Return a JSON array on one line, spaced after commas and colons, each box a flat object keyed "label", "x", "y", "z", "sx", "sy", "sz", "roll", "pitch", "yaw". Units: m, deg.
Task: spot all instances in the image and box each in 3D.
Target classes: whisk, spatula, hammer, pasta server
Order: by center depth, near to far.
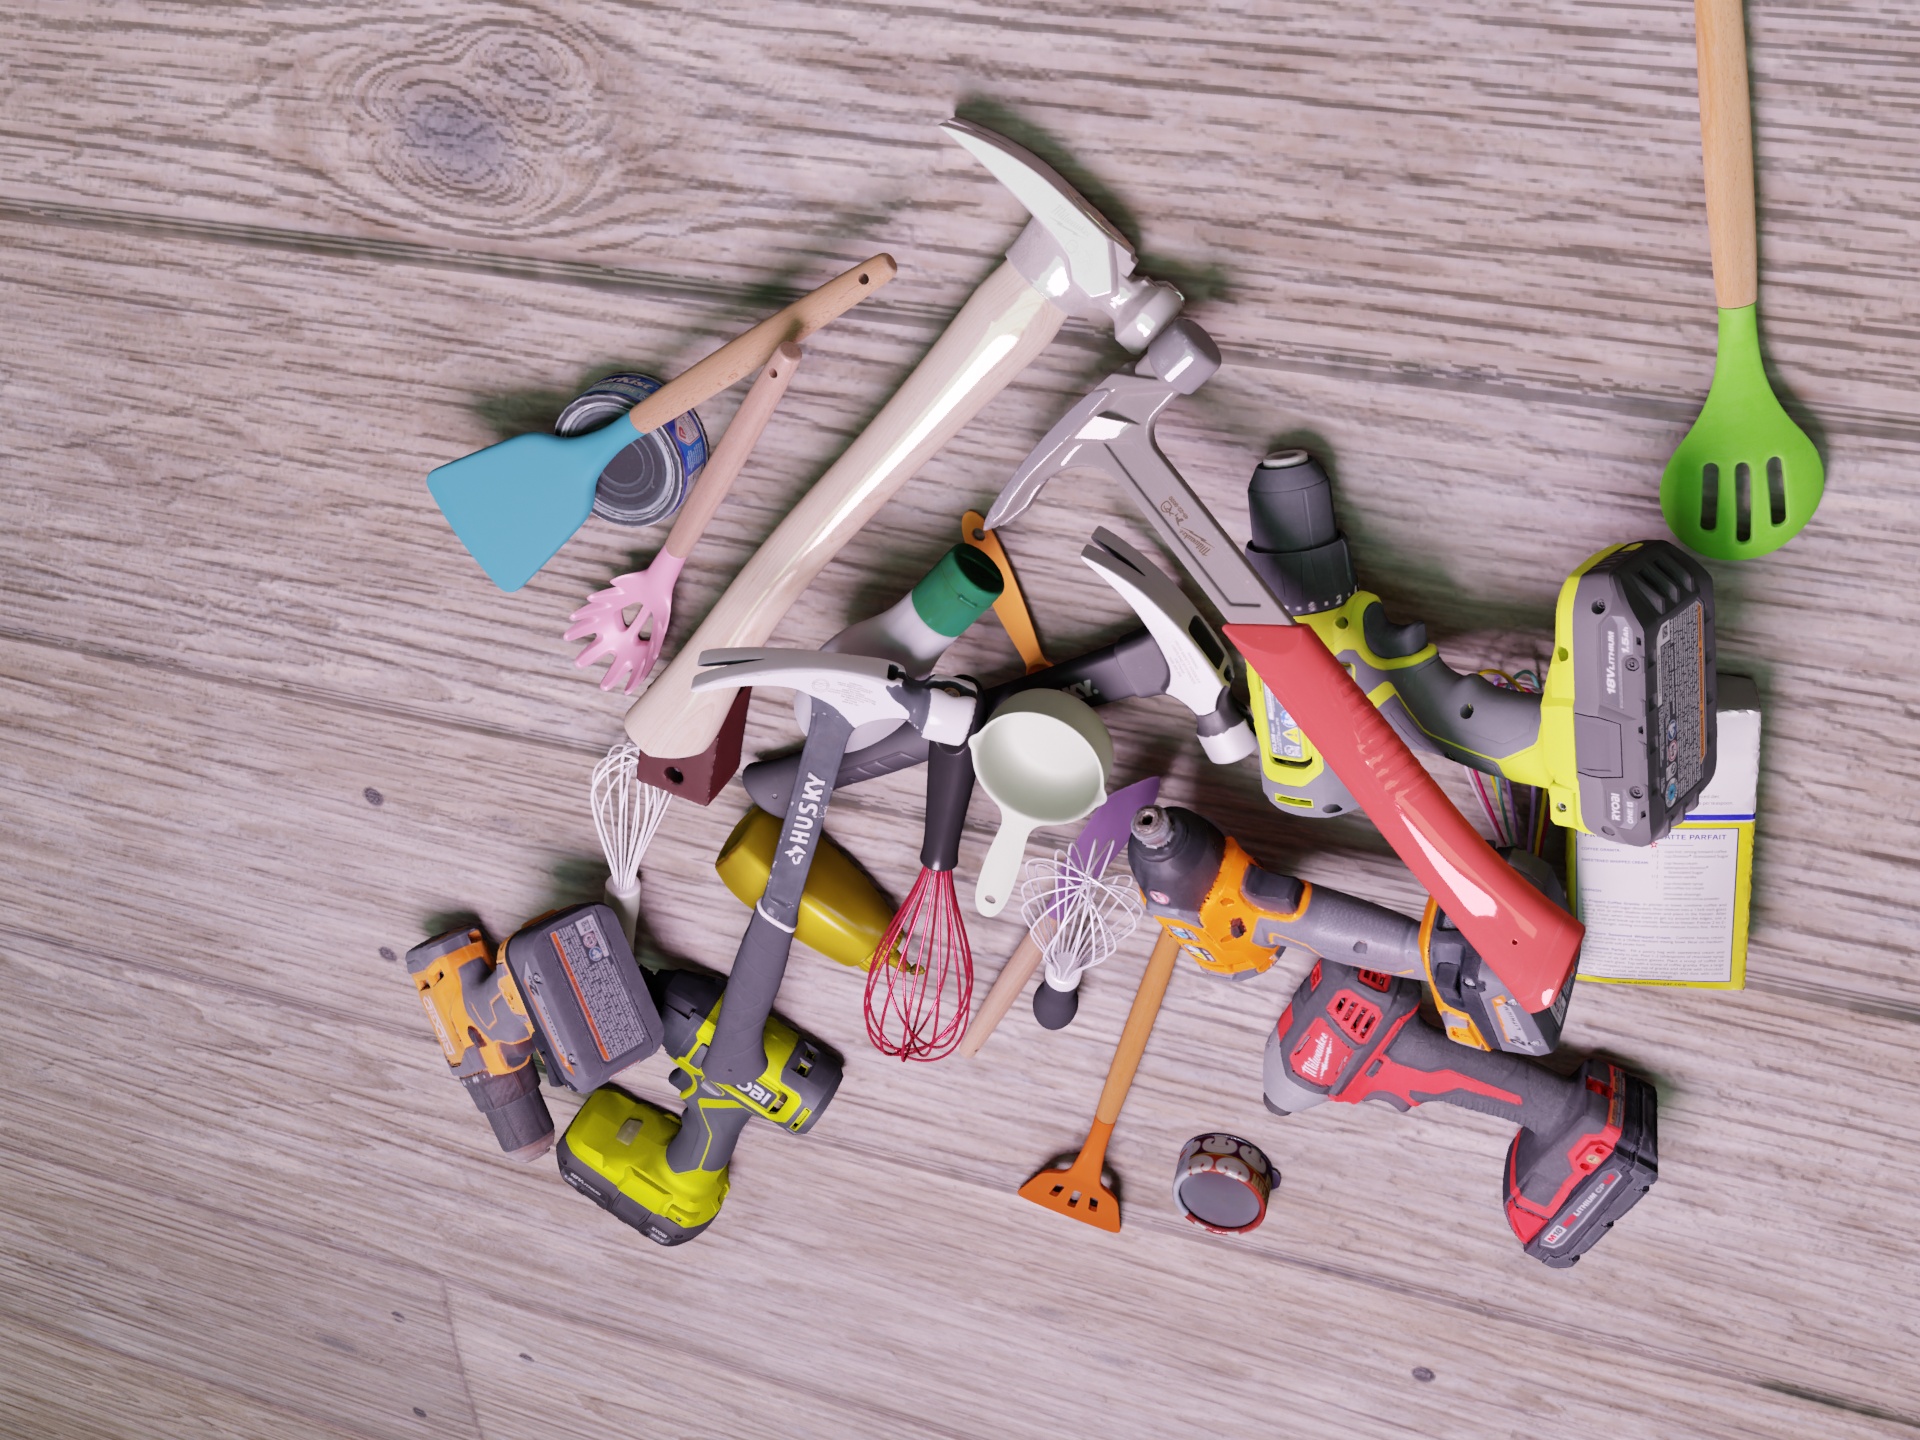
[{"label": "hammer", "x": 0.163, "y": -0.011, "z": 0.766, "sx": 0.149, "sy": 0.036, "sz": 0.359, "roll": -42, "pitch": 79, "yaw": 33}, {"label": "spatula", "x": -0.159, "y": -0.166, "z": 0.853, "sx": 0.317, "sy": 0.044, "sz": 0.082, "roll": -23, "pitch": 107, "yaw": 33}, {"label": "hammer", "x": -0.071, "y": -0.125, "z": 0.865, "sx": 0.146, "sy": 0.038, "sz": 0.410, "roll": 42, "pitch": 118, "yaw": -7}, {"label": "whisk", "x": 0.311, "y": 0.072, "z": 0.883, "sx": 0.047, "sy": 0.051, "sz": 0.244, "roll": 7, "pitch": 130, "yaw": 34}, {"label": "pasta server", "x": -0.157, "y": -0.108, "z": 0.901, "sx": 0.060, "sy": 0.040, "sz": 0.316, "roll": 42, "pitch": 141, "yaw": -2}, {"label": "hammer", "x": -0.001, "y": -0.003, "z": 0.942, "sx": 0.335, "sy": 0.035, "sz": 0.146, "roll": -18, "pitch": 114, "yaw": 33}, {"label": "whisk", "x": 0.065, "y": 0.139, "z": 0.949, "sx": 0.070, "sy": 0.070, "sz": 0.284, "roll": 19, "pitch": 156, "yaw": 8}, {"label": "whisk", "x": -0.016, "y": 0.100, "z": 0.967, "sx": 0.073, "sy": 0.073, "sz": 0.295, "roll": 16, "pitch": 123, "yaw": 11}, {"label": "hammer", "x": -0.114, "y": 0.106, "z": 0.972, "sx": 0.149, "sy": 0.036, "sz": 0.408, "roll": 14, "pitch": 134, "yaw": -7}, {"label": "spatula", "x": 0.054, "y": 0.133, "z": 1.006, "sx": 0.018, "sy": 0.059, "sz": 0.315, "roll": 54, "pitch": 142, "yaw": 24}, {"label": "spatula", "x": 0.107, "y": 0.247, "z": 1.085, "sx": 0.081, "sy": 0.041, "sz": 0.322, "roll": 19, "pitch": 122, "yaw": 8}, {"label": "whisk", "x": -0.235, "y": 0.109, "z": 1.113, "sx": 0.058, "sy": 0.059, "sz": 0.246, "roll": 48, "pitch": 140, "yaw": 33}]

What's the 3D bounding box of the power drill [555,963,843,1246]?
[{"label": "power drill", "x": -0.210, "y": 0.286, "z": 1.200, "sx": 0.171, "sy": 0.080, "sz": 0.223, "roll": 34, "pitch": 123, "yaw": -3}]

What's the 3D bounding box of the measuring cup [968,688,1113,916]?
[{"label": "measuring cup", "x": 0.038, "y": 0.049, "z": 0.916, "sx": 0.083, "sy": 0.038, "sz": 0.167, "roll": 24, "pitch": 132, "yaw": 7}]

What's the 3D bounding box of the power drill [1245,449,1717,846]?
[{"label": "power drill", "x": 0.236, "y": -0.036, "z": 0.777, "sx": 0.229, "sy": 0.080, "sz": 0.190, "roll": 10, "pitch": 119, "yaw": 45}]

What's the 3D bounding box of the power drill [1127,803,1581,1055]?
[{"label": "power drill", "x": 0.201, "y": 0.102, "z": 0.858, "sx": 0.227, "sy": 0.084, "sz": 0.164, "roll": 8, "pitch": 155, "yaw": 35}]

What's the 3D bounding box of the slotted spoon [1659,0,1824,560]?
[{"label": "slotted spoon", "x": 0.336, "y": -0.207, "z": 0.696, "sx": 0.070, "sy": 0.031, "sz": 0.313, "roll": -5, "pitch": 118, "yaw": 24}]

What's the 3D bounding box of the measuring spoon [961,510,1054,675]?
[{"label": "measuring spoon", "x": 0.029, "y": -0.069, "z": 0.916, "sx": 0.021, "sy": 0.011, "sz": 0.116, "roll": -14, "pitch": 112, "yaw": 31}]

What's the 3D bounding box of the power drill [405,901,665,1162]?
[{"label": "power drill", "x": -0.306, "y": 0.229, "z": 1.148, "sx": 0.226, "sy": 0.084, "sz": 0.185, "roll": -19, "pitch": 94, "yaw": 46}]

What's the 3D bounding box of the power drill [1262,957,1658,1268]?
[{"label": "power drill", "x": 0.295, "y": 0.231, "z": 0.970, "sx": 0.220, "sy": 0.078, "sz": 0.143, "roll": 28, "pitch": 126, "yaw": 6}]
